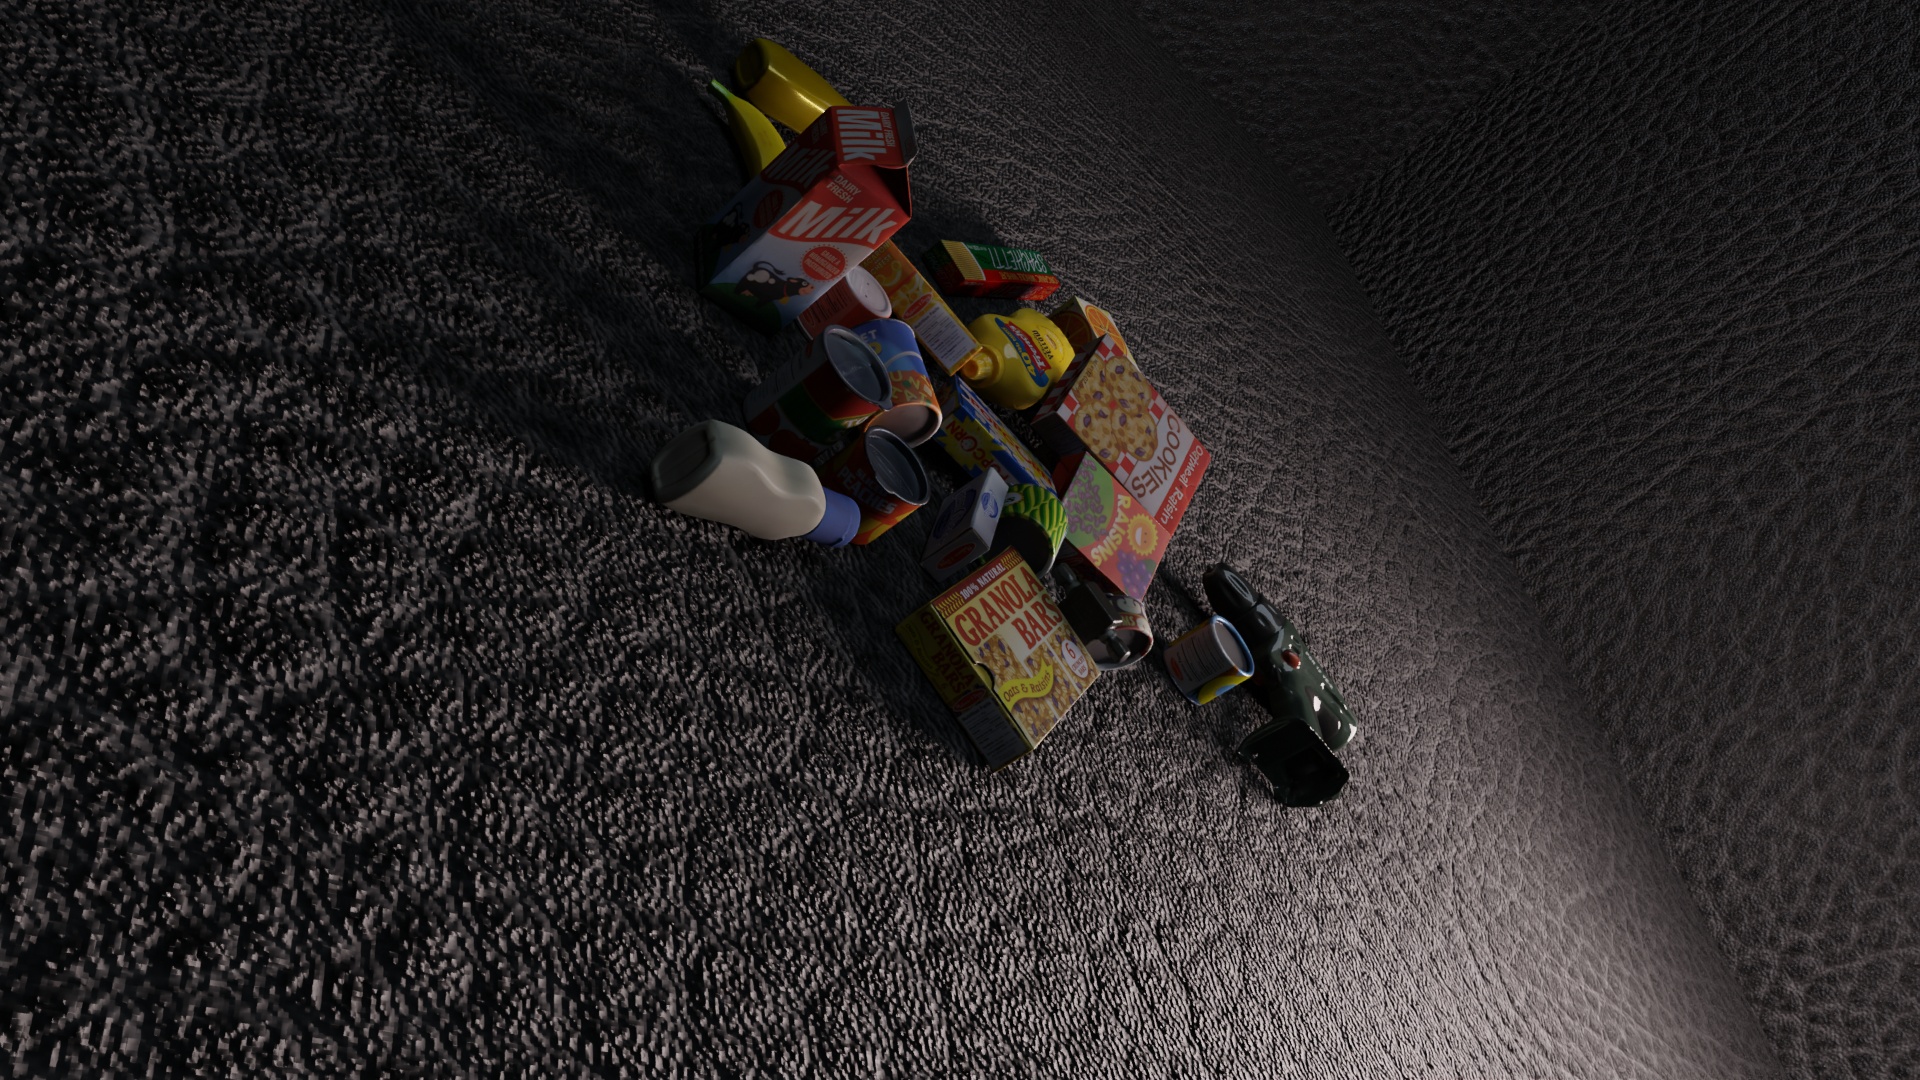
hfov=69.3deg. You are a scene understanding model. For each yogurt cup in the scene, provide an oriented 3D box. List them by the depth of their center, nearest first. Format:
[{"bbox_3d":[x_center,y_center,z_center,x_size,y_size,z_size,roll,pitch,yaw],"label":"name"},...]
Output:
[{"bbox_3d":[-0.093,-0.184,1.109,0.072,0.053,0.073,39,30,-28],"label":"yogurt cup"}]

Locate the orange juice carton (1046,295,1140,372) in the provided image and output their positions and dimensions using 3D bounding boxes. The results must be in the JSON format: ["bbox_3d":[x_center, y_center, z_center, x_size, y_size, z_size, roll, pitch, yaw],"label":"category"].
[{"bbox_3d":[0.149,-0.153,1.449,0.073,0.071,0.193,12,49,-53],"label":"orange juice carton"}]

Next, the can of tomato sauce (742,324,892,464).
[{"bbox_3d":[-0.098,-0.097,0.964,0.071,0.083,0.071,40,30,-28],"label":"can of tomato sauce"}]

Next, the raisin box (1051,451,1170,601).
[{"bbox_3d":[0.123,-0.006,1.235,0.123,0.040,0.086,42,58,-24],"label":"raisin box"}]

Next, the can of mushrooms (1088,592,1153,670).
[{"bbox_3d":[0.123,0.075,1.142,0.071,0.071,0.033,30,37,-40],"label":"can of mushrooms"}]

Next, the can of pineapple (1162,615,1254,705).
[{"bbox_3d":[0.231,0.111,1.291,0.071,0.057,0.071,40,30,-28],"label":"can of pineapple"}]

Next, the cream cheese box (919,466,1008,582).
[{"bbox_3d":[0.004,-0.013,1.067,0.024,0.053,0.104,49,27,-16],"label":"cream cheese box"}]

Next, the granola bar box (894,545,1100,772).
[{"bbox_3d":[0.033,0.081,1.020,0.124,0.039,0.166,55,26,1],"label":"granola bar box"}]

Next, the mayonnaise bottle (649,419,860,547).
[{"bbox_3d":[-0.122,-0.030,0.873,0.148,0.064,0.041,23,42,-53],"label":"mayonnaise bottle"}]

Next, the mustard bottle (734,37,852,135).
[{"bbox_3d":[-0.139,-0.403,1.295,0.160,0.048,0.065,24,40,-47],"label":"mustard bottle"}]

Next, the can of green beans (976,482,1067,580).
[{"bbox_3d":[0.049,-0.005,1.117,0.071,0.071,0.058,50,27,-10],"label":"can of green beans"}]

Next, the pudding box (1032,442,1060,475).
[{"bbox_3d":[0.102,-0.051,1.298,0.049,0.030,0.084,26,38,-46],"label":"pudding box"}]

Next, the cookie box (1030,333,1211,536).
[{"bbox_3d":[0.155,-0.093,1.306,0.167,0.040,0.123,46,50,-17],"label":"cookie box"}]

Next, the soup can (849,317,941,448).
[{"bbox_3d":[-0.059,-0.120,1.076,0.071,0.071,0.084,20,42,-49],"label":"soup can"}]

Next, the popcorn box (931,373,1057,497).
[{"bbox_3d":[0.027,-0.073,1.173,0.126,0.038,0.085,45,15,-19],"label":"popcorn box"}]

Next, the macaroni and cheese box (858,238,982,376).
[{"bbox_3d":[-0.054,-0.220,1.187,0.166,0.040,0.124,48,5,-13],"label":"macaroni and cheese box"}]

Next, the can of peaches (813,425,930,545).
[{"bbox_3d":[-0.065,-0.037,0.977,0.071,0.058,0.071,39,31,-29],"label":"can of peaches"}]

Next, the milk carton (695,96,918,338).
[{"bbox_3d":[-0.102,-0.240,1.003,0.073,0.190,0.073,31,35,-40],"label":"milk carton"}]

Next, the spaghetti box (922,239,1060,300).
[{"bbox_3d":[0.038,-0.284,1.468,0.050,0.028,0.251,59,27,7],"label":"spaghetti box"}]
